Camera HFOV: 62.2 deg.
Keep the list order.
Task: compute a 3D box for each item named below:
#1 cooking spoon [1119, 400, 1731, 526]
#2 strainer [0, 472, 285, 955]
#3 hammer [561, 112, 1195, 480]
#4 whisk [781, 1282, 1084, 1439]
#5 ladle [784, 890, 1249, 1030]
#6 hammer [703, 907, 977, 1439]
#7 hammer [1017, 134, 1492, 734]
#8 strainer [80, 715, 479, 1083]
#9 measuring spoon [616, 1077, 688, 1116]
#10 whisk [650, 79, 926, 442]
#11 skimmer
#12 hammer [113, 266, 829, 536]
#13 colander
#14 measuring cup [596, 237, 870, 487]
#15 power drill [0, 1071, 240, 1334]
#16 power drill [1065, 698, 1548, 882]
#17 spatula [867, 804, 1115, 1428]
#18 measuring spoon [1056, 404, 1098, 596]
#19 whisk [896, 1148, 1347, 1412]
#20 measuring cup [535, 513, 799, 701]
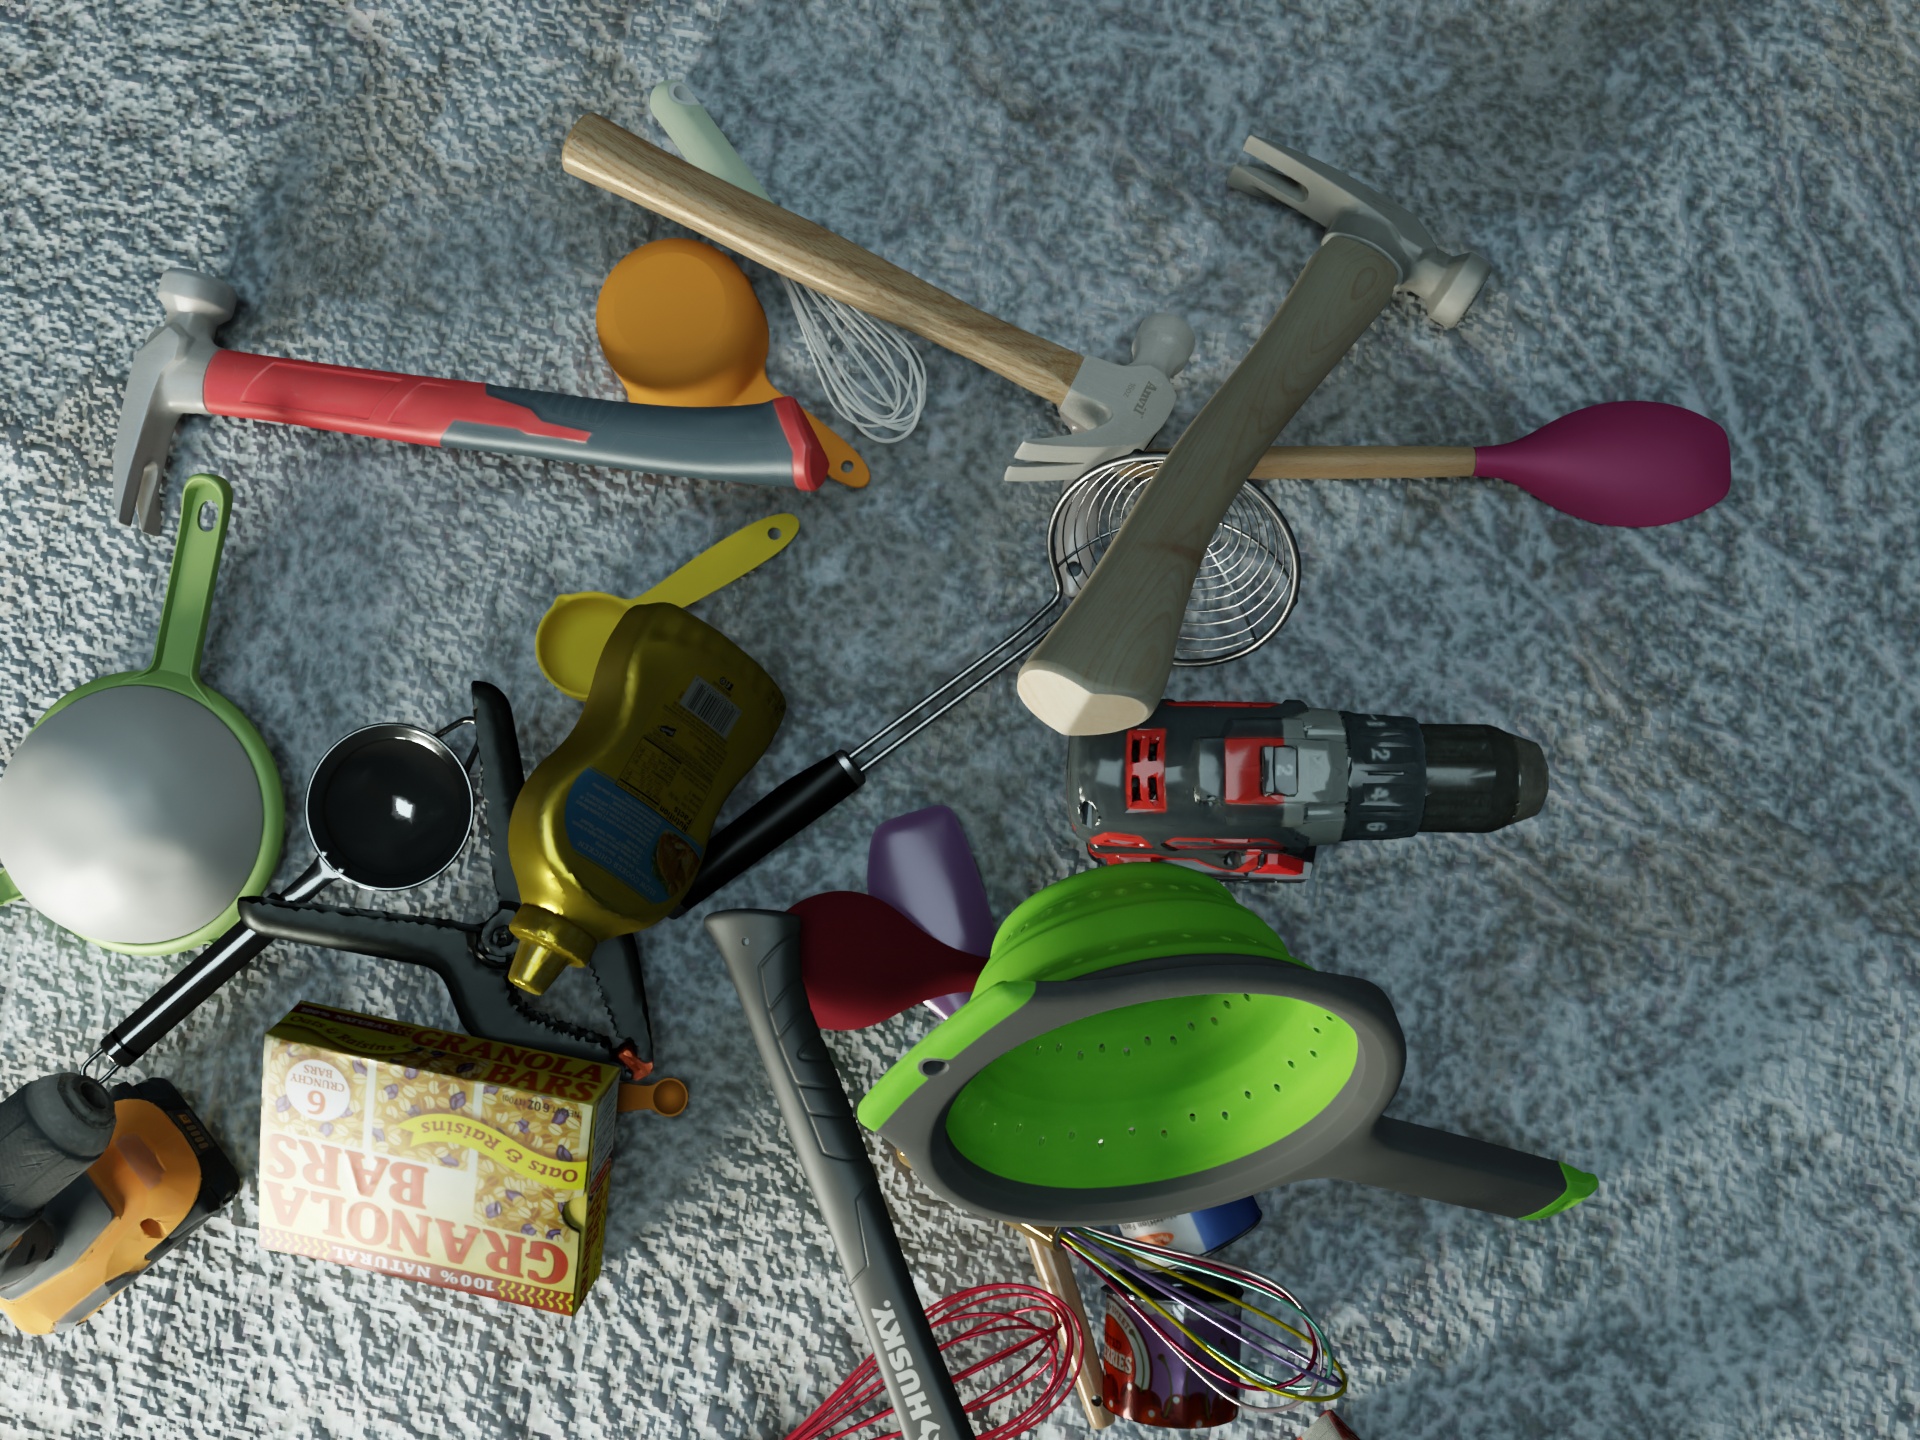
[{"bbox_3d":[0.242,-0.135,0.833,0.319,0.017,0.069,0,82,2],"label":"cooking spoon"},{"bbox_3d":[-0.416,-0.001,0.803,0.151,0.069,0.256,14,95,4],"label":"strainer"},{"bbox_3d":[-0.047,-0.219,0.805,0.331,0.031,0.130,25,56,-1],"label":"hammer"},{"bbox_3d":[-0.074,0.353,0.772,0.296,0.073,0.073,-28,83,6],"label":"whisk"},{"bbox_3d":[0.057,0.134,0.795,0.315,0.031,0.069,7,80,-3],"label":"ladle"},{"bbox_3d":[-0.049,0.240,0.733,0.146,0.035,0.335,-26,76,11],"label":"hammer"},{"bbox_3d":[0.121,-0.142,0.721,0.146,0.038,0.411,32,51,5],"label":"hammer"},{"bbox_3d":[-0.340,0.090,0.807,0.258,0.050,0.087,-43,87,-11],"label":"strainer"},{"bbox_3d":[-0.196,0.194,0.820,0.117,0.011,0.021,-2,83,6],"label":"measuring spoon"},{"bbox_3d":[-0.096,-0.250,0.853,0.058,0.059,0.246,-24,74,-44],"label":"whisk"},{"bbox_3d":[-0.001,-0.003,0.792,0.363,0.090,0.127,-36,114,0],"label":"skimmer"},{"bbox_3d":[-0.258,-0.143,0.823,0.386,0.038,0.143,10,85,12],"label":"hammer"},{"bbox_3d":[0.139,0.150,0.707,0.396,0.204,0.095,20,40,-30],"label":"colander"},{"bbox_3d":[-0.117,-0.184,0.838,0.174,0.052,0.095,40,86,9],"label":"measuring cup"},{"bbox_3d":[-0.417,0.219,0.716,0.185,0.226,0.084,-40,83,-2],"label":"power drill"},{"bbox_3d":[0.140,0.031,0.712,0.188,0.226,0.080,0,83,3],"label":"power drill"},{"bbox_3d":[0.019,0.198,0.803,0.060,0.018,0.316,-19,81,-2],"label":"spatula"},{"bbox_3d":[0.064,-0.127,0.840,0.034,0.018,0.124,5,84,3],"label":"measuring spoon"},{"bbox_3d":[0.064,0.245,0.731,0.245,0.051,0.047,19,42,35],"label":"whisk"},{"bbox_3d":[-0.152,-0.063,0.845,0.156,0.029,0.062,-33,84,-13],"label":"measuring cup"}]
